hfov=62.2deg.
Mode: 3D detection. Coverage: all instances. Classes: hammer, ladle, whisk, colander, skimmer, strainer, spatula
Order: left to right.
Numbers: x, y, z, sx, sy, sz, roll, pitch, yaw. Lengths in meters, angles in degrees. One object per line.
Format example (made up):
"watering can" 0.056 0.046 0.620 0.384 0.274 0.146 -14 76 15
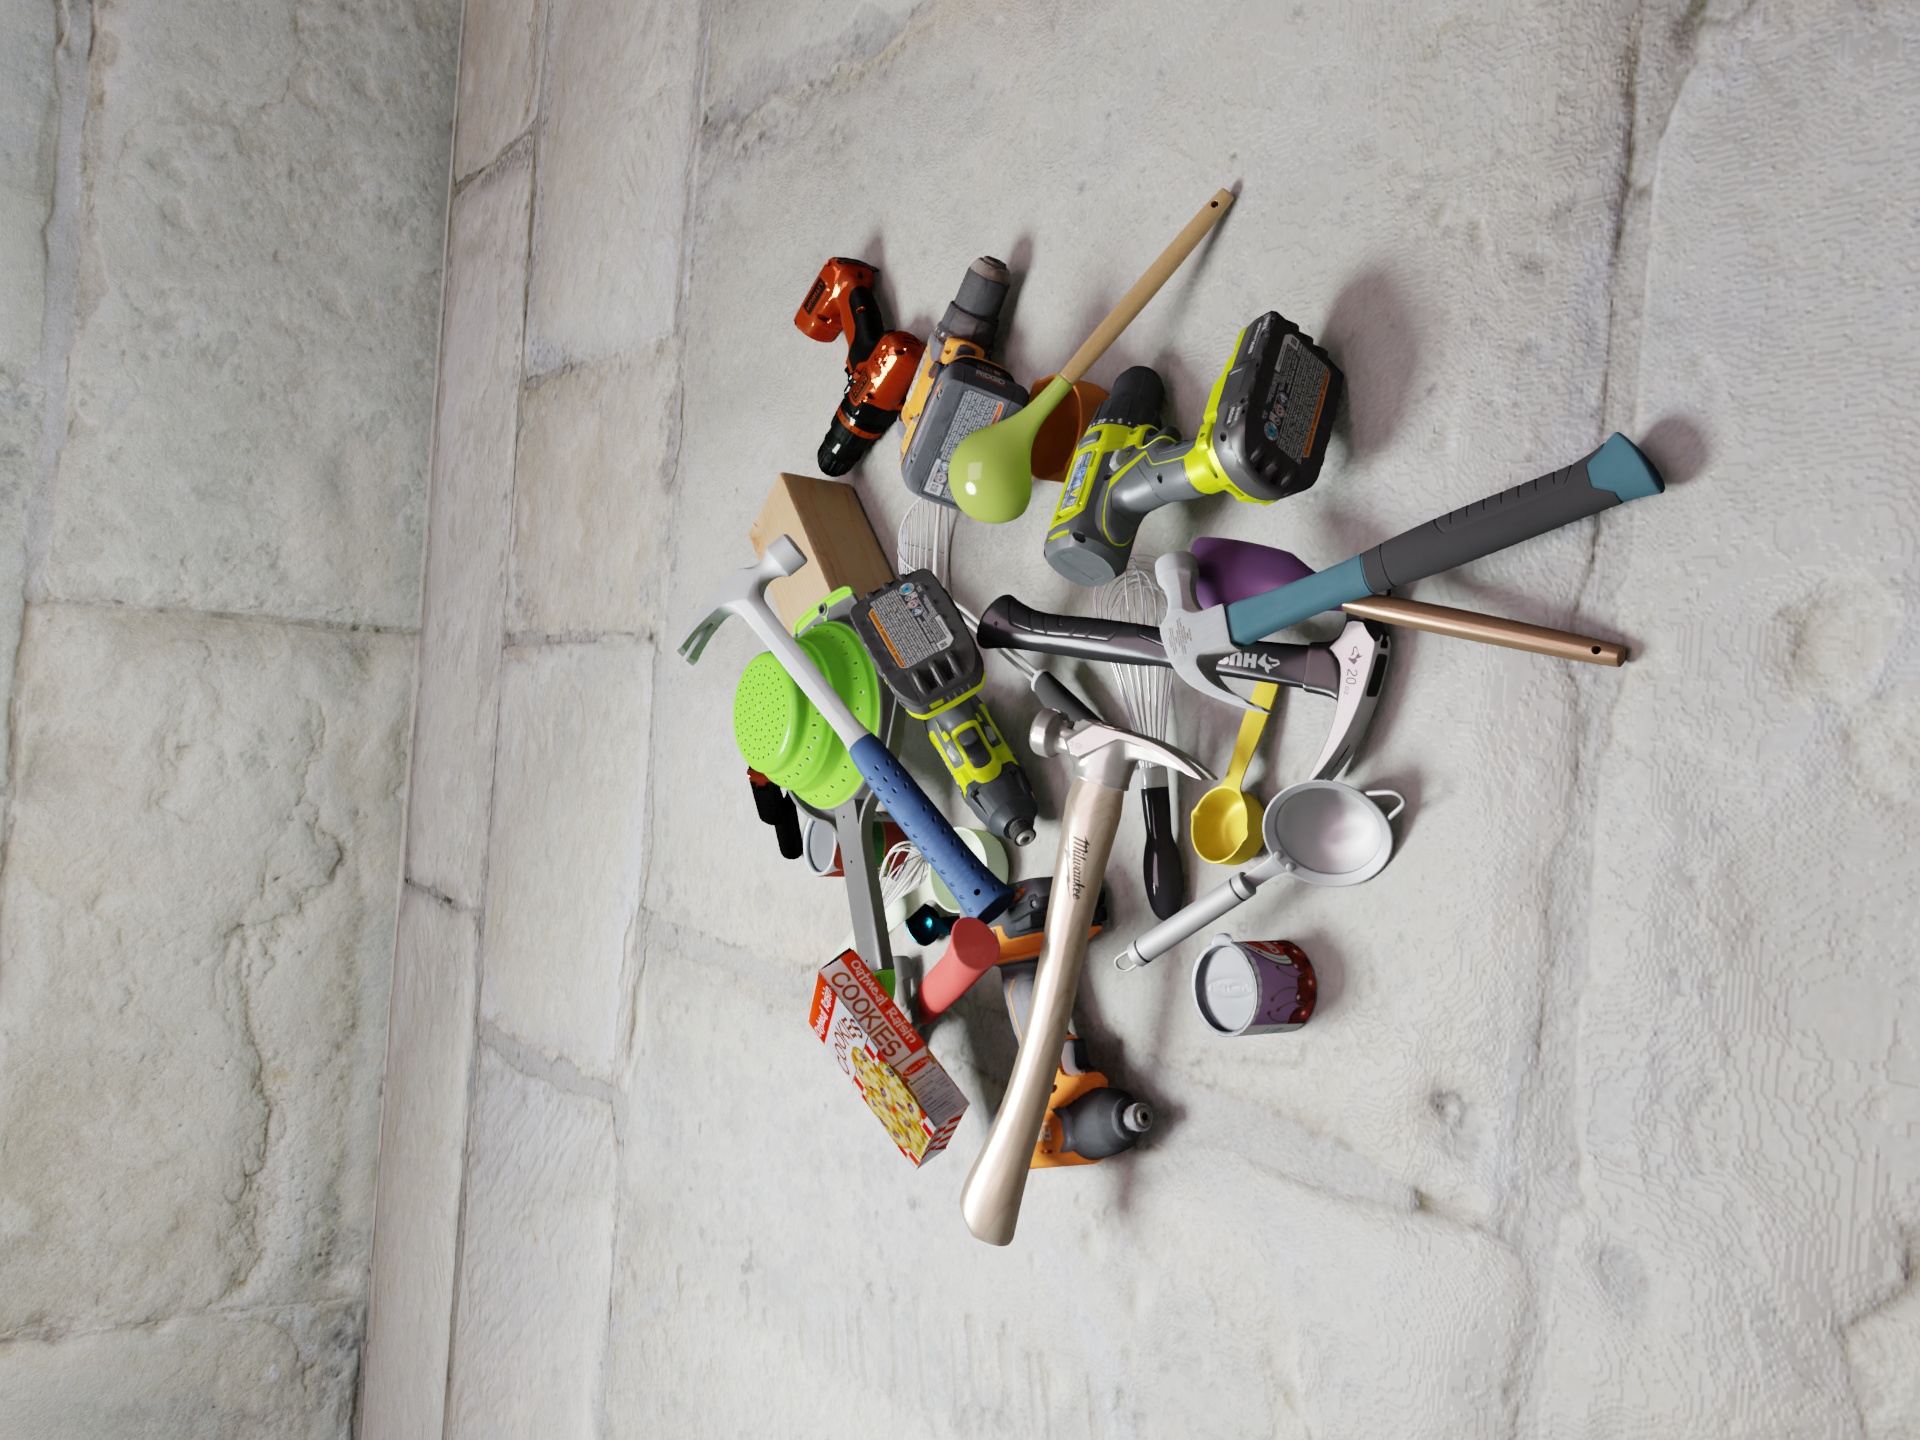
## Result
"colander" -0.131 0.071 1.443 0.204 0.094 0.397 -30 65 48
"hammer" -0.094 0.016 1.346 0.144 0.035 0.406 -40 63 -1
"whisk" -0.082 0.192 1.556 0.246 0.057 0.059 -54 11 42
"hammer" -0.021 0.242 1.350 0.359 0.036 0.149 120 142 -67
"skimmer" 0.055 -0.081 1.382 0.364 0.090 0.127 45 150 36
"hammer" 0.079 0.206 1.206 0.146 0.038 0.410 17 98 31
"ladle" 0.105 -0.288 1.263 0.078 0.062 0.320 46 102 17
"whisk" 0.145 0.012 1.228 0.070 0.070 0.285 -11 82 55
"hammer" 0.149 -0.047 1.161 0.335 0.035 0.146 10 95 38
"strainer" 0.202 0.109 1.102 0.258 0.087 0.050 -39 10 29
"spatula" 0.271 -0.070 1.024 0.316 0.018 0.060 17 93 42
"hammer" 0.269 -0.099 0.998 0.331 0.033 0.128 -22 64 36

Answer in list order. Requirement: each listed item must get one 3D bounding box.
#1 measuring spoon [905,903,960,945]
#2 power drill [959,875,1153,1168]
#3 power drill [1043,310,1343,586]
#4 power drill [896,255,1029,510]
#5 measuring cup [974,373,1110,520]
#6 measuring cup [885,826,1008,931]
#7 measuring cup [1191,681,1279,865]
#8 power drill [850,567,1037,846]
"measuring spoon" -0.002 0.187 1.463 0.129 0.021 0.042 -5 98 47
"power drill" 0.080 0.242 1.279 0.164 0.084 0.227 -24 71 50
"power drill" 0.166 -0.211 1.174 0.228 0.080 0.191 -17 47 53
"power drill" 0.004 -0.301 1.402 0.226 0.084 0.185 -99 31 -61
"measuring cup" 0.073 -0.221 1.362 0.173 0.052 0.095 -45 51 46
"measuring cup" -0.017 0.156 1.449 0.167 0.038 0.083 -39 57 39
"measuring cup" 0.213 0.031 1.158 0.062 0.029 0.156 22 93 56
"power drill" -0.002 -0.004 1.329 0.080 0.223 0.171 -29 47 -1
